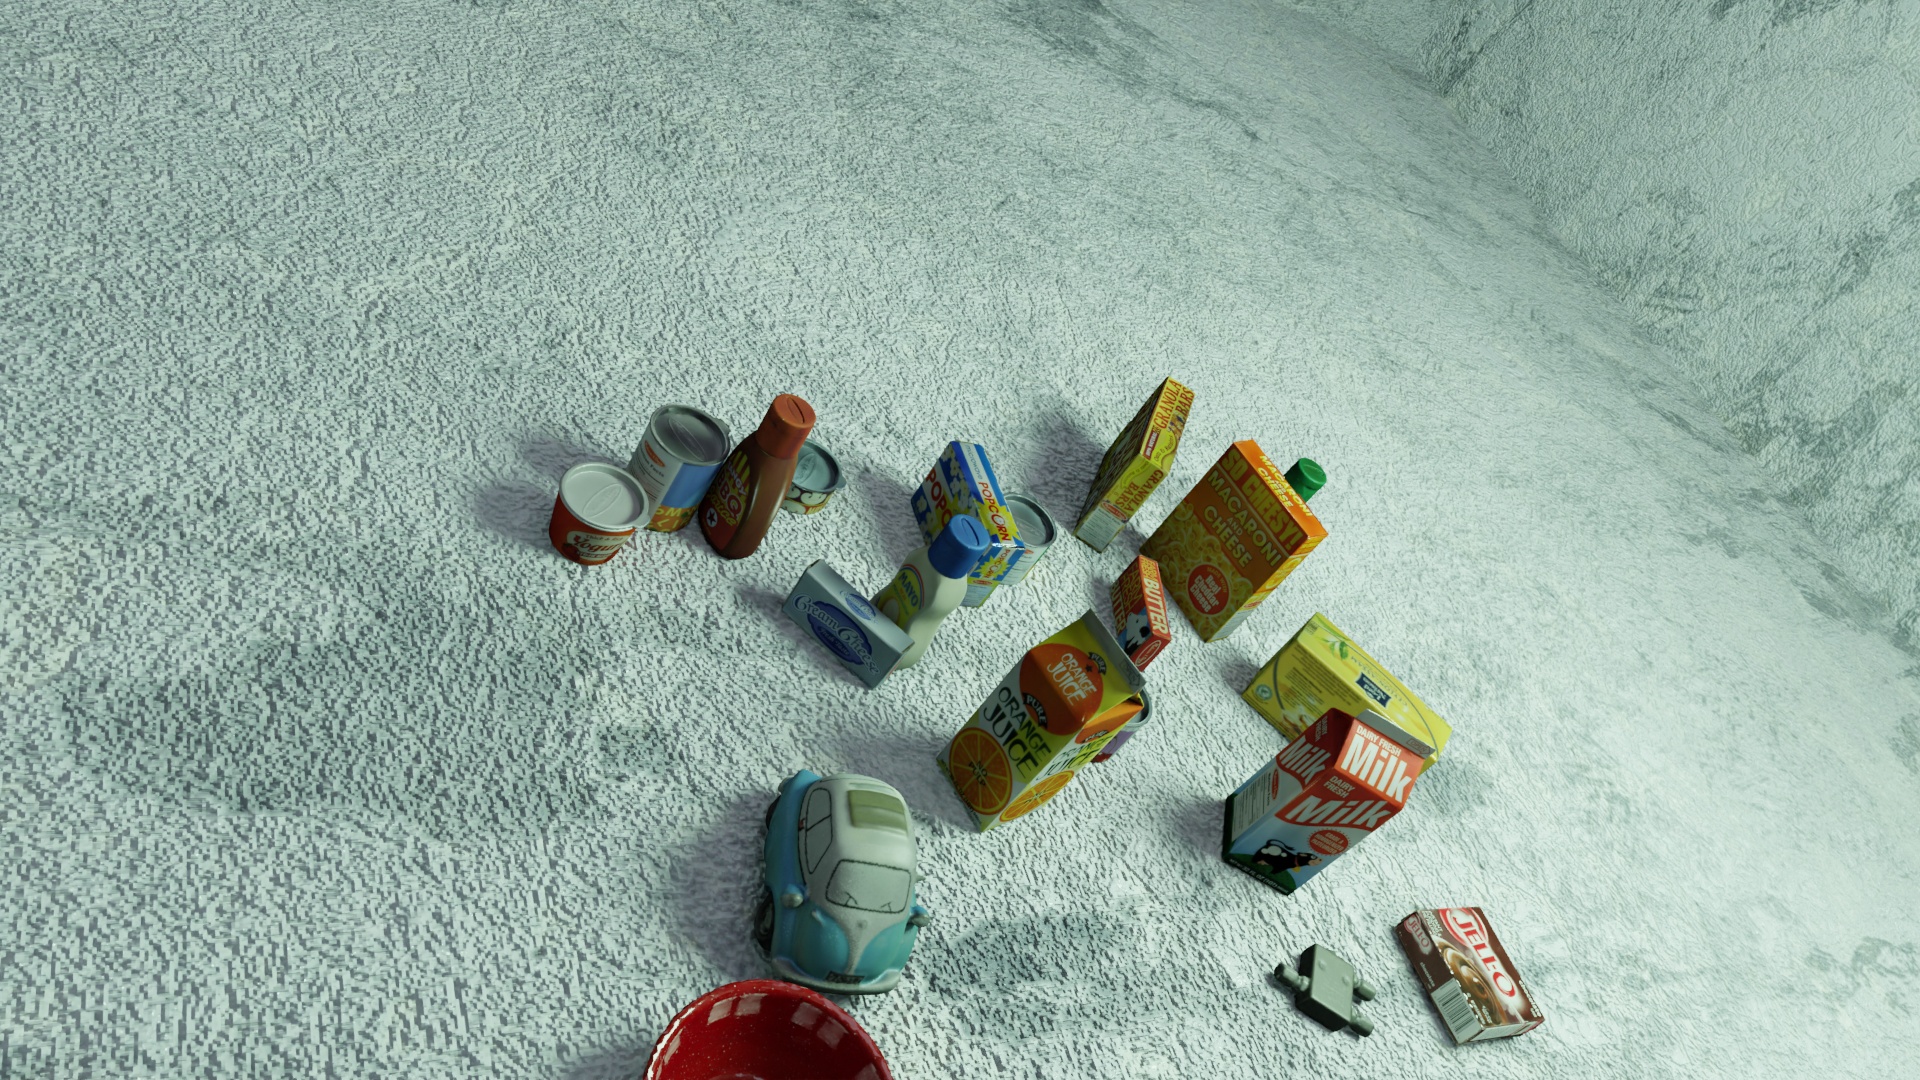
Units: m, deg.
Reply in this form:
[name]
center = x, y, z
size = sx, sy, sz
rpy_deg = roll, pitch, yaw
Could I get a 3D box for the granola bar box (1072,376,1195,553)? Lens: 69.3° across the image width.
[granola bar box]
center = 0.177, -0.080, 1.414
size = 0.039, 0.123, 0.166
rpy_deg = 33, 38, -4

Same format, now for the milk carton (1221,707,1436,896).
[milk carton]
center = 0.303, 0.209, 1.155
size = 0.072, 0.189, 0.074
rpy_deg = 30, 38, -9

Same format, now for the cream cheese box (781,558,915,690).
[cream cheese box]
center = -0.091, 0.068, 1.109
size = 0.104, 0.053, 0.024
rpy_deg = 41, 38, 6

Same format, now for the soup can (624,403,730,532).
[soup can]
center = -0.228, -0.058, 1.109
size = 0.071, 0.083, 0.072
rpy_deg = 21, 40, -19

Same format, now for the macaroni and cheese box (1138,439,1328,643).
[macaroni and cheese box]
center = 0.265, 0.001, 1.362
size = 0.040, 0.165, 0.124
rpy_deg = -8, 56, -43

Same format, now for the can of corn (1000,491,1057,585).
[can of corn]
center = 0.047, -0.003, 1.286
size = 0.071, 0.058, 0.071
rpy_deg = 21, 40, -19

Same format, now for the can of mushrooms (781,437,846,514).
[can of mushrooms]
center = -0.138, -0.056, 1.218
size = 0.071, 0.033, 0.071
rpy_deg = 21, 40, -19

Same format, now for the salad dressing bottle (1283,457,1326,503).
[salad dressing bottle]
center = 0.322, -0.025, 1.450
size = 0.064, 0.147, 0.044
rpy_deg = 17, 42, -24

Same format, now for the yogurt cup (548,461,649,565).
[yogurt cup]
center = -0.278, -0.018, 1.053
size = 0.072, 0.053, 0.073
rpy_deg = 21, 40, -19

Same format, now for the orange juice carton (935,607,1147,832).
[orange juice carton]
center = 0.067, 0.134, 1.048
size = 0.073, 0.191, 0.072
rpy_deg = -10, 57, -44

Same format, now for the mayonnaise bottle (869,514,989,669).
[mayonnaise bottle]
center = -0.028, 0.039, 1.110
size = 0.041, 0.147, 0.065
rpy_deg = -1, 51, -39

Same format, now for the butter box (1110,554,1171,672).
[butter box]
center = 0.169, 0.068, 1.311
size = 0.024, 0.053, 0.104
rpy_deg = 20, 40, -21

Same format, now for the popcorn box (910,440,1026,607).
[popcorn box]
center = 0.004, -0.016, 1.244
size = 0.038, 0.084, 0.127
rpy_deg = 6, 47, -34

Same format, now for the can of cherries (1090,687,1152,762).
[can of cherries]
center = 0.119, 0.146, 1.186
size = 0.071, 0.058, 0.072
rpy_deg = 21, 40, -19

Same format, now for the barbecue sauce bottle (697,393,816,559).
[barbecue sauce bottle]
center = -0.160, -0.053, 1.104
size = 0.044, 0.147, 0.065
rpy_deg = -4, 53, -41
